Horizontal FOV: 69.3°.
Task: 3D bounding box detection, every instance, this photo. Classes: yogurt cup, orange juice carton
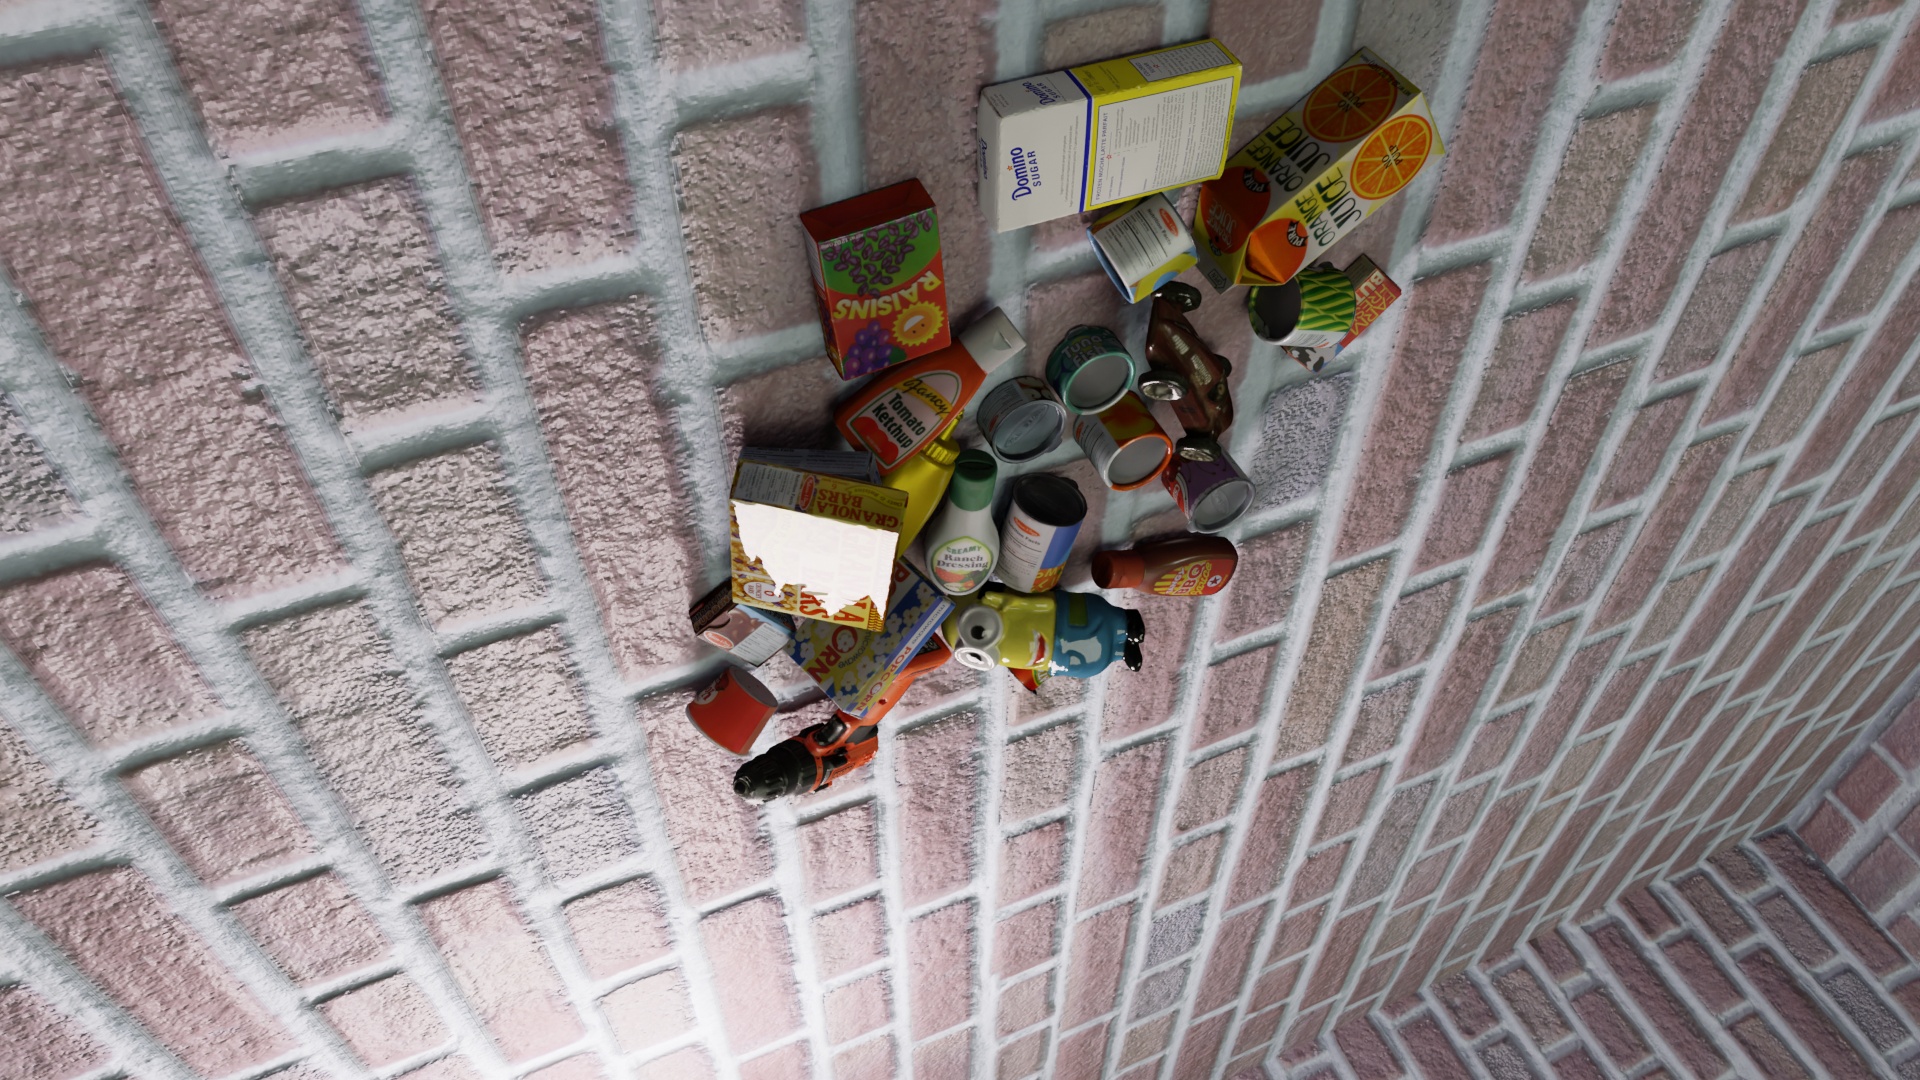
[{"bbox_3d":[-0.195,0.146,1.202,0.054,0.072,0.072,-50,140,5],"label":"yogurt cup"},{"bbox_3d":[0.252,-0.263,1.029,0.192,0.072,0.073,-39,141,11],"label":"orange juice carton"}]

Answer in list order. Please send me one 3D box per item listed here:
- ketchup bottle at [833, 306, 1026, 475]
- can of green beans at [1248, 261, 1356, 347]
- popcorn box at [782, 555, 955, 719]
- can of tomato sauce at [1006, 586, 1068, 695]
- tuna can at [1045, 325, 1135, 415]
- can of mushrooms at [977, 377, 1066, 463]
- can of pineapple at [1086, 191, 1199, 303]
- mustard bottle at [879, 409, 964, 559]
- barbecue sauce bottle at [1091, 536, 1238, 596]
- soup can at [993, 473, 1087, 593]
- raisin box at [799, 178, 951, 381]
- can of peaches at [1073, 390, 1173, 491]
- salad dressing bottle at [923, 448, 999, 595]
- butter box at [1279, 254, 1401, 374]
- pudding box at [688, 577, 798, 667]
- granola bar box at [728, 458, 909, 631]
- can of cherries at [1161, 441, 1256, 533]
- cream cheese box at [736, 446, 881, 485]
[{"bbox_3d":[-0.020,-0.115,1.035,0.148,0.044,0.064,-37,113,8],"label":"ketchup bottle"},{"bbox_3d":[0.277,-0.191,1.131,0.058,0.071,0.071,-2,134,-31],"label":"can of green beans"},{"bbox_3d":[-0.076,0.072,1.154,0.126,0.085,0.038,-50,152,3],"label":"popcorn box"},{"bbox_3d":[0.083,0.095,1.322,0.083,0.071,0.071,-37,142,9],"label":"can of tomato sauce"},{"bbox_3d":[0.104,-0.136,1.107,0.071,0.033,0.070,-18,141,-15],"label":"tuna can"},{"bbox_3d":[0.050,-0.096,1.117,0.071,0.033,0.070,-18,140,-16],"label":"can of mushrooms"},{"bbox_3d":[0.132,-0.215,1.011,0.058,0.071,0.070,-32,142,4],"label":"can of pineapple"},{"bbox_3d":[-0.043,-0.046,1.097,0.065,0.049,0.159,26,116,-33],"label":"mustard bottle"},{"bbox_3d":[0.195,0.026,1.340,0.149,0.044,0.064,-1,135,-32],"label":"barbecue sauce bottle"},{"bbox_3d":[0.068,-0.007,1.203,0.071,0.071,0.083,-8,138,-26],"label":"soup can"},{"bbox_3d":[-0.056,-0.177,0.952,0.086,0.040,0.122,-21,140,-12],"label":"raisin box"},{"bbox_3d":[0.139,-0.084,1.167,0.071,0.058,0.071,-17,140,-15],"label":"can of peaches"},{"bbox_3d":[0.004,-0.015,1.157,0.064,0.044,0.146,3,141,-5],"label":"salad dressing bottle"},{"bbox_3d":[0.326,-0.193,1.194,0.103,0.024,0.053,-45,139,18],"label":"butter box"},{"bbox_3d":[-0.179,0.069,1.154,0.049,0.030,0.083,-38,142,12],"label":"pudding box"},{"bbox_3d":[-0.109,0.006,1.048,0.124,0.039,0.164,12,150,-2],"label":"granola bar box"},{"bbox_3d":[0.222,-0.049,1.262,0.071,0.058,0.071,-19,142,-15],"label":"can of cherries"},{"bbox_3d":[-0.112,-0.043,1.036,0.104,0.024,0.053,3,142,10],"label":"cream cheese box"}]
